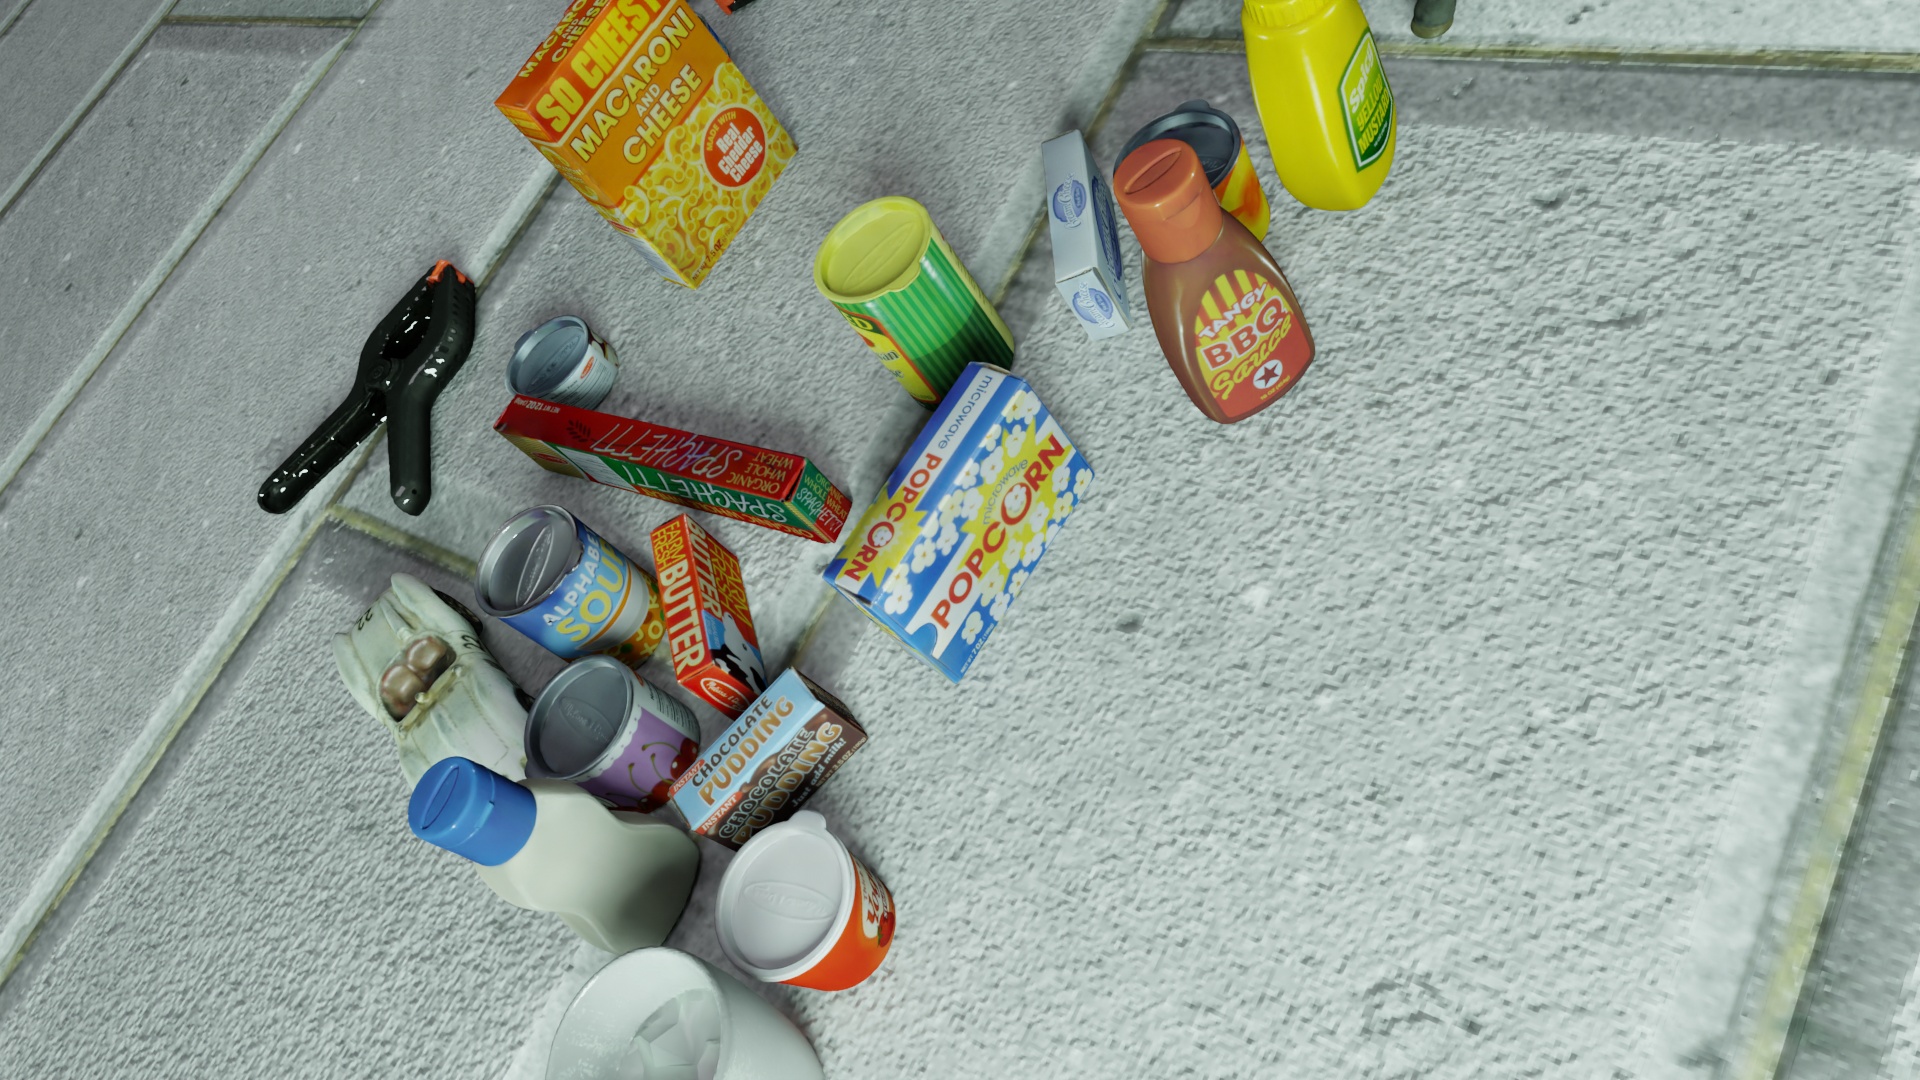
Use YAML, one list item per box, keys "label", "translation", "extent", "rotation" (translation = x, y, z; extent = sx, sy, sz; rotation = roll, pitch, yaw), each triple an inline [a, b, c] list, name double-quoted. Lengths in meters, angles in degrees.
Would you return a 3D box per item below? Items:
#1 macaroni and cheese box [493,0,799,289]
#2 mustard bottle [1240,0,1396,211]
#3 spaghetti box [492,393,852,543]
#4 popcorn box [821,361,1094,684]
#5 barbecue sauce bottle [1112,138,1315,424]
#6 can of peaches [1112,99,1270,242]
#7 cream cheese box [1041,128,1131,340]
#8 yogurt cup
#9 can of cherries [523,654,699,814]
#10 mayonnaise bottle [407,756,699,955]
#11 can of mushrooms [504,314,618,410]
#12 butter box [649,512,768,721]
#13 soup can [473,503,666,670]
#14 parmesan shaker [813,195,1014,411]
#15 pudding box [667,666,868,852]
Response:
- label: "macaroni and cheese box"
  translation: [-0.189, -0.256, 0.863]
  extent: [0.040, 0.166, 0.124]
  rotation: [23, 74, 38]
- label: "mustard bottle"
  translation: [0.163, -0.224, 0.646]
  extent: [0.049, 0.160, 0.065]
  rotation: [15, 70, 36]
- label: "spaghetti box"
  translation: [-0.169, -0.043, 0.792]
  extent: [0.250, 0.050, 0.029]
  rotation: [14, 69, 35]
- label: "popcorn box"
  translation: [0.002, -0.008, 0.650]
  extent: [0.038, 0.085, 0.127]
  rotation: [25, 75, 38]
- label: "barbecue sauce bottle"
  translation: [0.109, -0.114, 0.614]
  extent: [0.065, 0.148, 0.044]
  rotation: [-38, 50, 4]
- label: "can of peaches"
  translation: [0.120, -0.178, 0.708]
  extent: [0.071, 0.058, 0.071]
  rotation: [-14, 55, 22]
- label: "cream cheese box"
  translation: [0.066, -0.161, 0.731]
  extent: [0.024, 0.053, 0.104]
  rotation: [-17, 54, 20]
- label: "yogurt cup"
  translation: [-0.064, 0.161, 0.601]
  extent: [0.072, 0.053, 0.073]
  rotation: [-14, 55, 22]
- label: "can of cherries"
  translation: [-0.176, 0.101, 0.700]
  extent: [0.071, 0.058, 0.072]
  rotation: [-14, 55, 22]
- label: "mayonnaise bottle"
  translation: [-0.179, 0.138, 0.619]
  extent: [0.041, 0.147, 0.065]
  rotation: [10, 67, 34]
- label: "can of mushrooms"
  translation: [-0.258, -0.111, 0.896]
  extent: [0.071, 0.033, 0.071]
  rotation: [-14, 55, 22]
- label: "butter box"
  translation: [-0.129, 0.039, 0.716]
  extent: [0.024, 0.053, 0.104]
  rotation: [-29, 51, 11]
- label: "soup can"
  translation: [-0.204, 0.029, 0.744]
  extent: [0.071, 0.083, 0.071]
  rotation: [-14, 55, 22]
- label: "parmesan shaker"
  translation: [-0.020, -0.118, 0.721]
  extent: [0.071, 0.103, 0.071]
  rotation: [-14, 55, 22]
- label: "pudding box"
  translation: [-0.090, 0.105, 0.654]
  extent: [0.084, 0.049, 0.030]
  rotation: [-45, 50, -2]
